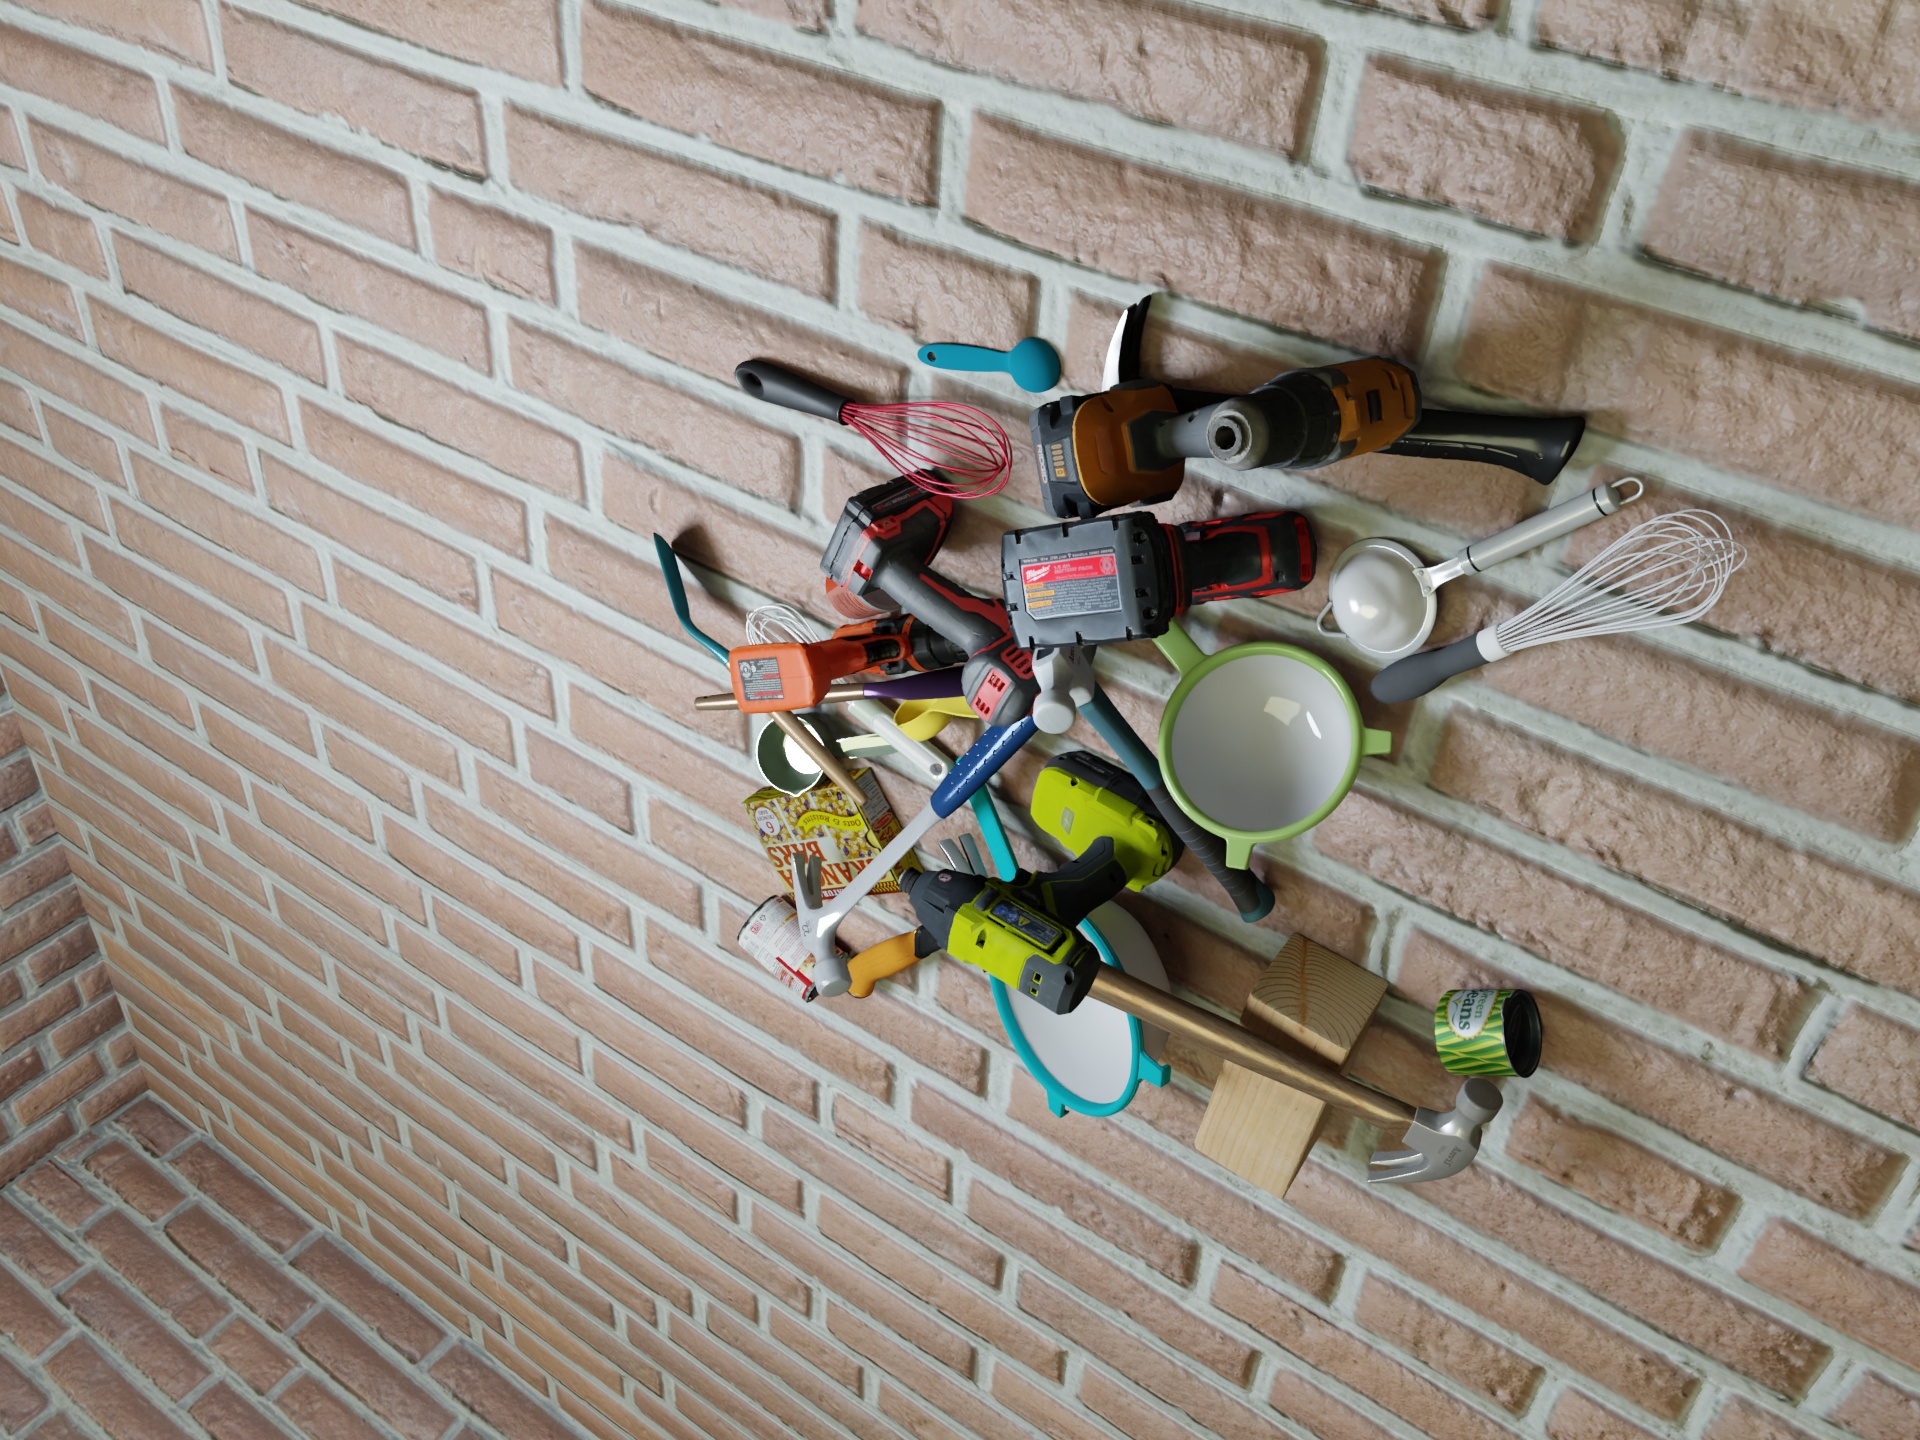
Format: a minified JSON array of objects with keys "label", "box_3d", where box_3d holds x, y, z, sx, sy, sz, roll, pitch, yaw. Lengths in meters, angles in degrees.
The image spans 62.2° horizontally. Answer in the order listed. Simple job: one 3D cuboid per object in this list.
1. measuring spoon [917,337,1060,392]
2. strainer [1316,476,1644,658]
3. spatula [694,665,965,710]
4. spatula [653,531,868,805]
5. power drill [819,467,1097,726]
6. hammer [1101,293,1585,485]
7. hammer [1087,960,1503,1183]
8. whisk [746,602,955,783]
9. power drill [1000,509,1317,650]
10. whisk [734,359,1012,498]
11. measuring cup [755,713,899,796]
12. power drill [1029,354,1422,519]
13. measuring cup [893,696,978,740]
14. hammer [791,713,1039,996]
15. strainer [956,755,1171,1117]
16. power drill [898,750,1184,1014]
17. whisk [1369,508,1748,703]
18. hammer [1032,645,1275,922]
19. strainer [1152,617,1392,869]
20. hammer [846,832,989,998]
[{"label":"measuring spoon","box_3d":[0.016,-0.272,1.213,0.129,0.021,0.042,13,126,31]},{"label":"strainer","box_3d":[0.333,-0.105,1.063,0.258,0.050,0.087,-27,86,43]},{"label":"spatula","box_3d":[-0.104,-0.026,1.416,0.316,0.060,0.018,-4,118,26]},{"label":"spatula","box_3d":[-0.191,-0.045,1.494,0.317,0.044,0.082,47,178,3]},{"label":"power drill","box_3d":[0.007,-0.097,1.266,0.220,0.143,0.078,43,133,16]},{"label":"hammer","box_3d":[0.244,-0.204,1.067,0.335,0.035,0.146,13,126,32]},{"label":"hammer","box_3d":[0.244,0.269,1.253,0.331,0.031,0.130,23,131,13]},{"label":"whisk","box_3d":[-0.101,-0.024,1.464,0.246,0.059,0.058,39,108,6]},{"label":"power drill","box_3d":[0.119,-0.102,1.102,0.188,0.226,0.080,-3,97,38]},{"label":"whisk","box_3d":[-0.077,-0.244,1.287,0.296,0.073,0.073,26,132,31]},{"label":"measuring cup","box_3d":[-0.115,0.026,1.520,0.167,0.038,0.083,-7,94,22]},{"label":"power drill","box_3d":[0.149,-0.179,1.002,0.226,0.185,0.084,-1,104,43]},{"label":"measuring cup","box_3d":[-0.002,-0.004,1.367,0.029,0.062,0.156,51,157,-24]},{"label":"hammer","box_3d":[-0.028,0.078,1.412,0.405,0.035,0.144,-47,48,32]},{"label":"strainer","box_3d":[0.096,0.178,1.426,0.211,0.095,0.340,-40,69,56]},{"label":"power drill","box_3d":[0.070,0.123,1.296,0.171,0.223,0.080,29,133,21]},{"label":"whisk","box_3d":[0.379,-0.062,1.045,0.070,0.070,0.284,54,142,-5]},{"label":"hammer","box_3d":[0.155,0.052,1.223,0.033,0.128,0.330,-25,126,26]},{"label":"strainer","box_3d":[0.199,-0.018,1.210,0.151,0.069,0.257,-41,66,9]},{"label":"hammer","box_3d":[-0.048,0.212,1.551,0.337,0.034,0.127,-38,70,58]}]
